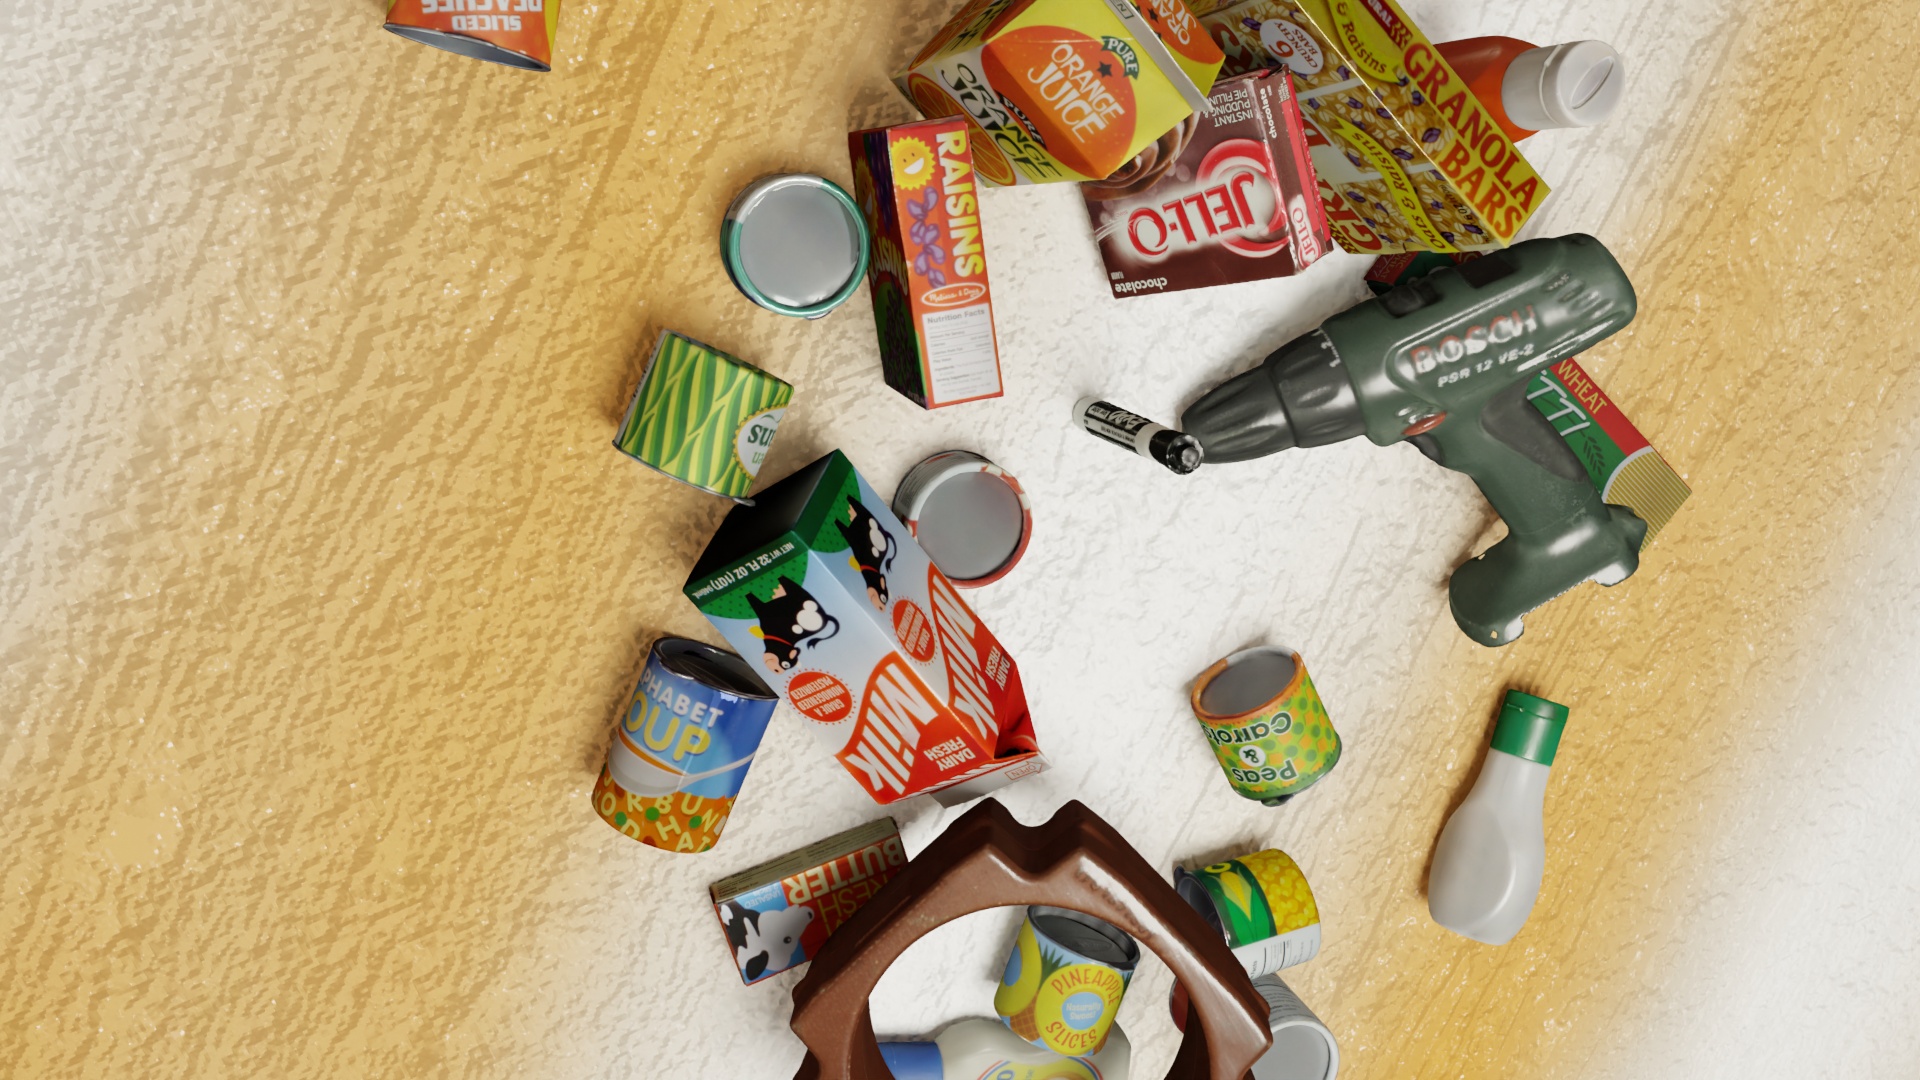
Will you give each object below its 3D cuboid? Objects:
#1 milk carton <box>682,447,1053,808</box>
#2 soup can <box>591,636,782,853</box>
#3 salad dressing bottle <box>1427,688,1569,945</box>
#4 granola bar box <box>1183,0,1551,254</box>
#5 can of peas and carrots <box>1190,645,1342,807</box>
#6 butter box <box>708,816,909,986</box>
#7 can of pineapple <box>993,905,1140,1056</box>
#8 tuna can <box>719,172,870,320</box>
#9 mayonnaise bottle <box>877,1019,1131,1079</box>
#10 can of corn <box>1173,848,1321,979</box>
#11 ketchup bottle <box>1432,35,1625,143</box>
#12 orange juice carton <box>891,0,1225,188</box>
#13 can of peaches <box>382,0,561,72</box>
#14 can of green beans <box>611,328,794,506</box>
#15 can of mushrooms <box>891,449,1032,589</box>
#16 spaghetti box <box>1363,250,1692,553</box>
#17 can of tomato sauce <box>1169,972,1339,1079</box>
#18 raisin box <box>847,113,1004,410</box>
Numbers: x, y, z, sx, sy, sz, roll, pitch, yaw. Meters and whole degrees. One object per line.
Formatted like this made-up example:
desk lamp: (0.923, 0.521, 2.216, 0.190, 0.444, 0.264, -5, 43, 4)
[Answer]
milk carton: (-0.036, 0.057, 0.670, 0.072, 0.074, 0.190, -26, 114, 28)
soup can: (-0.133, 0.097, 0.665, 0.071, 0.071, 0.083, 21, 96, -21)
salad dressing bottle: (0.325, 0.164, 0.832, 0.044, 0.064, 0.147, 17, 90, -28)
granola bar box: (0.180, -0.204, 0.659, 0.165, 0.124, 0.039, 39, 85, -21)
can of peas and carrots: (0.166, 0.100, 0.759, 0.071, 0.071, 0.058, -31, 110, -8)
butter box: (-0.074, 0.189, 0.730, 0.104, 0.024, 0.053, -19, 108, -12)
can of pineapple: (0.058, 0.240, 0.759, 0.071, 0.071, 0.057, 17, 98, -20)
tuna can: (-0.076, -0.135, 0.646, 0.071, 0.033, 0.071, -4, 104, -16)
mayonnaise bottle: (0.020, 0.299, 0.777, 0.148, 0.041, 0.064, 6, 103, -19)
can of corn: (0.162, 0.212, 0.789, 0.058, 0.071, 0.071, -12, 107, -15)
ketchup bottle: (0.251, -0.214, 0.667, 0.043, 0.149, 0.065, 39, 90, -21)
orange juice carton: (0.042, -0.199, 0.581, 0.073, 0.193, 0.071, -46, 111, -3)
can of peaches: (-0.195, -0.229, 0.565, 0.071, 0.071, 0.058, 10, 99, -19)
can of green beans: (-0.117, -0.057, 0.634, 0.071, 0.071, 0.057, 23, 95, -21)
can of mushrooms: (0.003, -0.009, 0.701, 0.071, 0.033, 0.071, -4, 104, -17)
spaghetti box: (0.324, -0.085, 0.786, 0.249, 0.029, 0.050, 39, 91, -22)
can of tomato sauce: (0.168, 0.283, 0.797, 0.071, 0.083, 0.071, -4, 104, -16)
raisin box: (-0.016, -0.129, 0.637, 0.040, 0.086, 0.123, -12, 107, -12)
